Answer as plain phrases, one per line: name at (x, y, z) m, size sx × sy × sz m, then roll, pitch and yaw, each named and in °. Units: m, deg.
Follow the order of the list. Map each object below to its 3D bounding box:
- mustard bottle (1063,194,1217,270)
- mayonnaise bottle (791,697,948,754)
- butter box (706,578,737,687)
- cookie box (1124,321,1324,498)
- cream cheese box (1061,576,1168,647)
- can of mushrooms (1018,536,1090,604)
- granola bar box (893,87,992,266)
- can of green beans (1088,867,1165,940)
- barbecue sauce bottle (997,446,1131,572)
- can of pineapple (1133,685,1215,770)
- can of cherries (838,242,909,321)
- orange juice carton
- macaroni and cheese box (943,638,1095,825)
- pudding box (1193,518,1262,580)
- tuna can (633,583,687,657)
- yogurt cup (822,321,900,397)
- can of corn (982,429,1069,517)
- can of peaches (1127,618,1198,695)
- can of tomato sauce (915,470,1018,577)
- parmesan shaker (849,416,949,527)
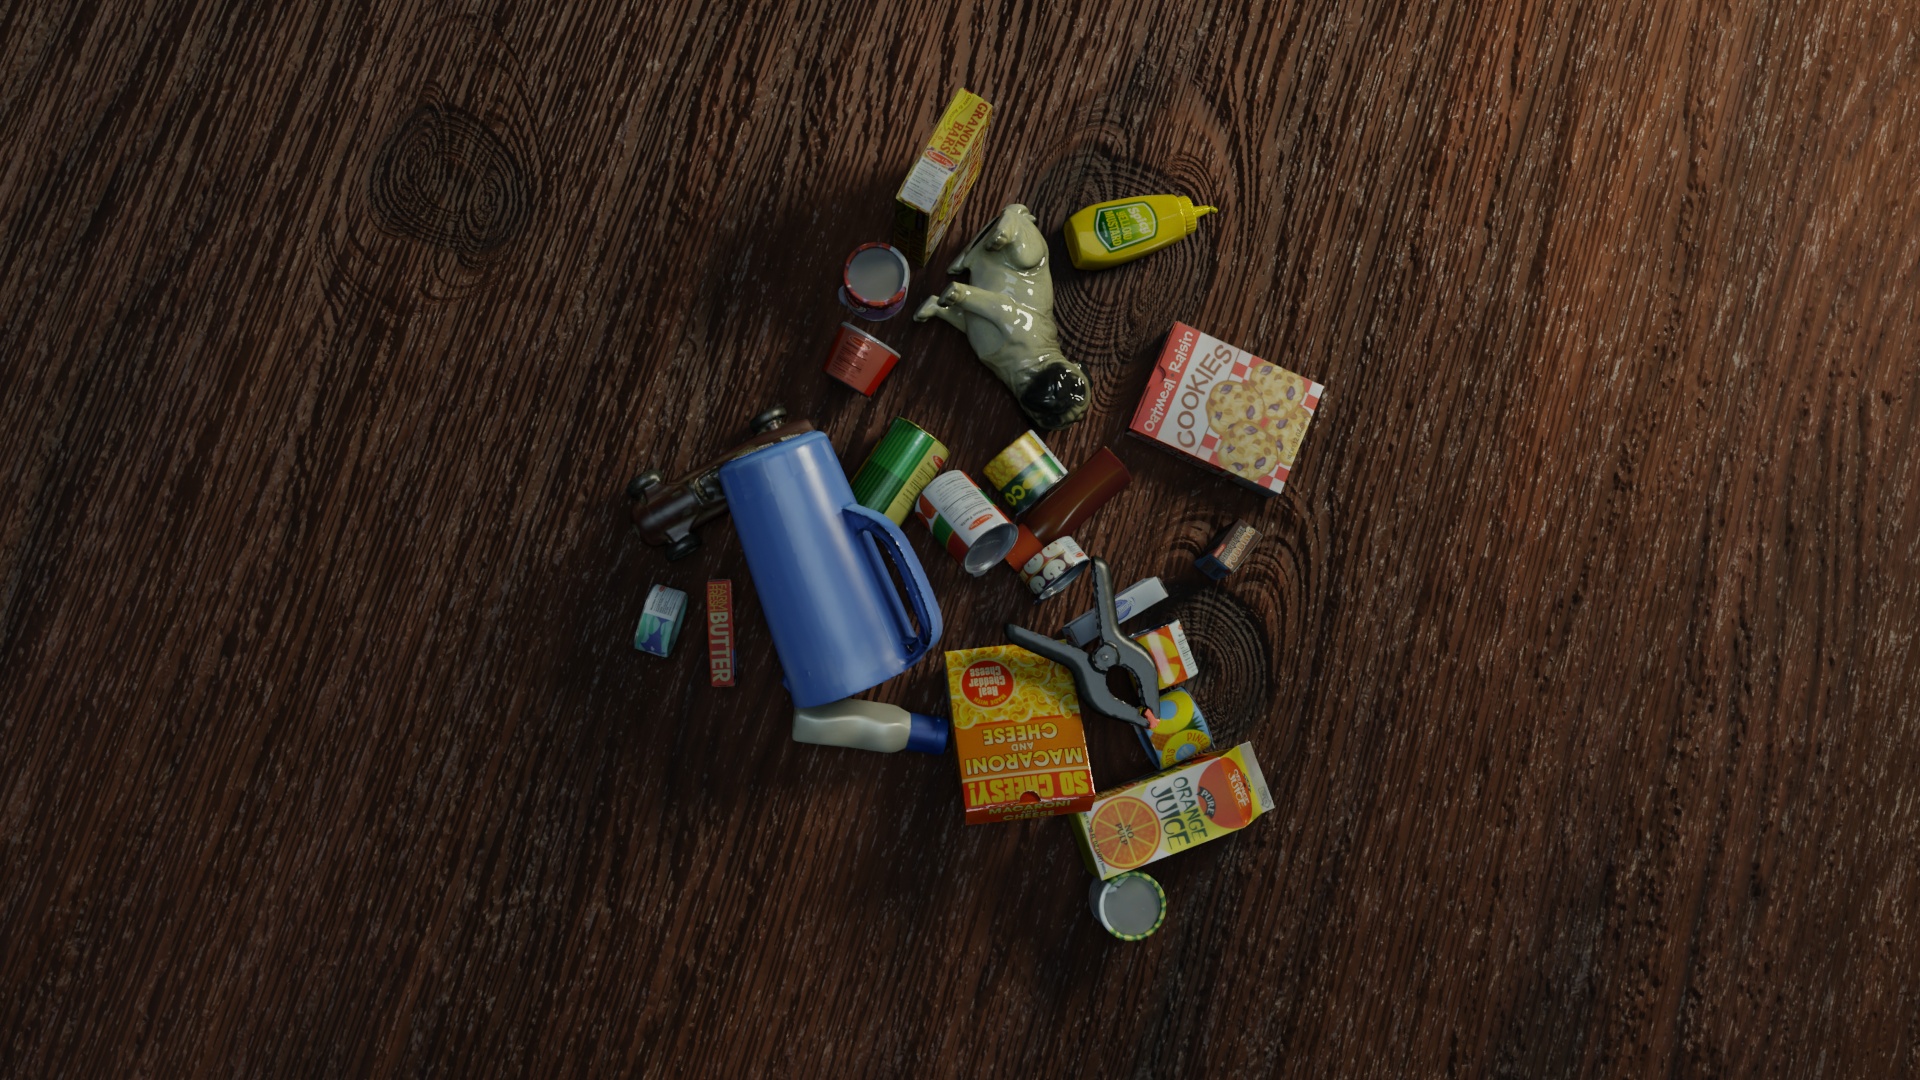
mustard bottle at (0.189, -0.324, 1.424) m, size 0.160 × 0.049 × 0.065 m, roll -17°, pitch 88°, yaw -6°
mayonnaise bottle at (-0.088, 0.180, 1.346) m, size 0.148 × 0.065 × 0.041 m, roll 10°, pitch 105°, yaw -8°
butter box at (-0.231, 0.090, 1.346) m, size 0.024 × 0.053 × 0.103 m, roll -3°, pitch 85°, yaw -7°
cookie box at (0.268, -0.133, 1.416) m, size 0.167 × 0.040 × 0.123 m, roll 24°, pitch 83°, yaw -2°
cream cheese box at (0.152, 0.071, 1.379) m, size 0.104 × 0.053 × 0.024 m, roll -29°, pitch 90°, yaw -7°
can of mushrooms at (0.091, 0.029, 1.370) m, size 0.071 × 0.071 × 0.033 m, roll -36°, pitch 77°, yaw -7°
granola bar box at (-0.020, -0.349, 1.352) m, size 0.039 × 0.165 × 0.124 m, roll 29°, pitch 83°, yaw 0°
can of green beans at (0.162, 0.350, 1.349) m, size 0.071 × 0.058 × 0.071 m, roll 0°, pitch 85°, yaw -5°
barbecue sauce bottle at (0.102, -0.029, 1.383) m, size 0.148 × 0.065 × 0.044 m, roll -41°, pitch 72°, yaw 1°
can of pineapple at (0.208, 0.186, 1.364) m, size 0.058 × 0.071 × 0.071 m, roll -25°, pitch 87°, yaw -5°
can of cherries at (-0.087, -0.258, 1.390) m, size 0.071 × 0.058 × 0.071 m, roll 1°, pitch 84°, yaw -5°
orange juice carton at (0.207, 0.261, 1.354) m, size 0.193 × 0.073 × 0.072 m, roll -19°, pitch 86°, yaw -6°
macaroni and cheese box at (0.054, 0.181, 1.332) m, size 0.124 × 0.040 × 0.167 m, roll -6°, pitch 58°, yaw -5°
pudding box at (0.265, 0.010, 1.380) m, size 0.030 × 0.083 × 0.050 m, roll 38°, pitch 84°, yaw 3°
tuna can at (-0.288, 0.079, 1.337) m, size 0.033 × 0.071 × 0.071 m, roll 17°, pitch 83°, yaw -3°
yogurt cup at (-0.101, -0.178, 1.379) m, size 0.072 × 0.072 × 0.054 m, roll 30°, pitch 91°, yaw -1°
can of corn at (0.062, -0.066, 1.379) m, size 0.071 × 0.071 × 0.058 m, roll -40°, pitch 88°, yaw -7°
can of peaches at (0.192, 0.116, 1.372) m, size 0.071 × 0.071 × 0.058 m, roll -21°, pitch 87°, yaw -6°
can of tomato sauce at (0.005, -0.017, 1.357) m, size 0.071 × 0.071 × 0.083 m, roll -38°, pitch 61°, yaw -7°
parmesan shaker at (-0.067, -0.063, 1.366) m, size 0.071 × 0.071 × 0.103 m, roll 34°, pitch 83°, yaw -1°
